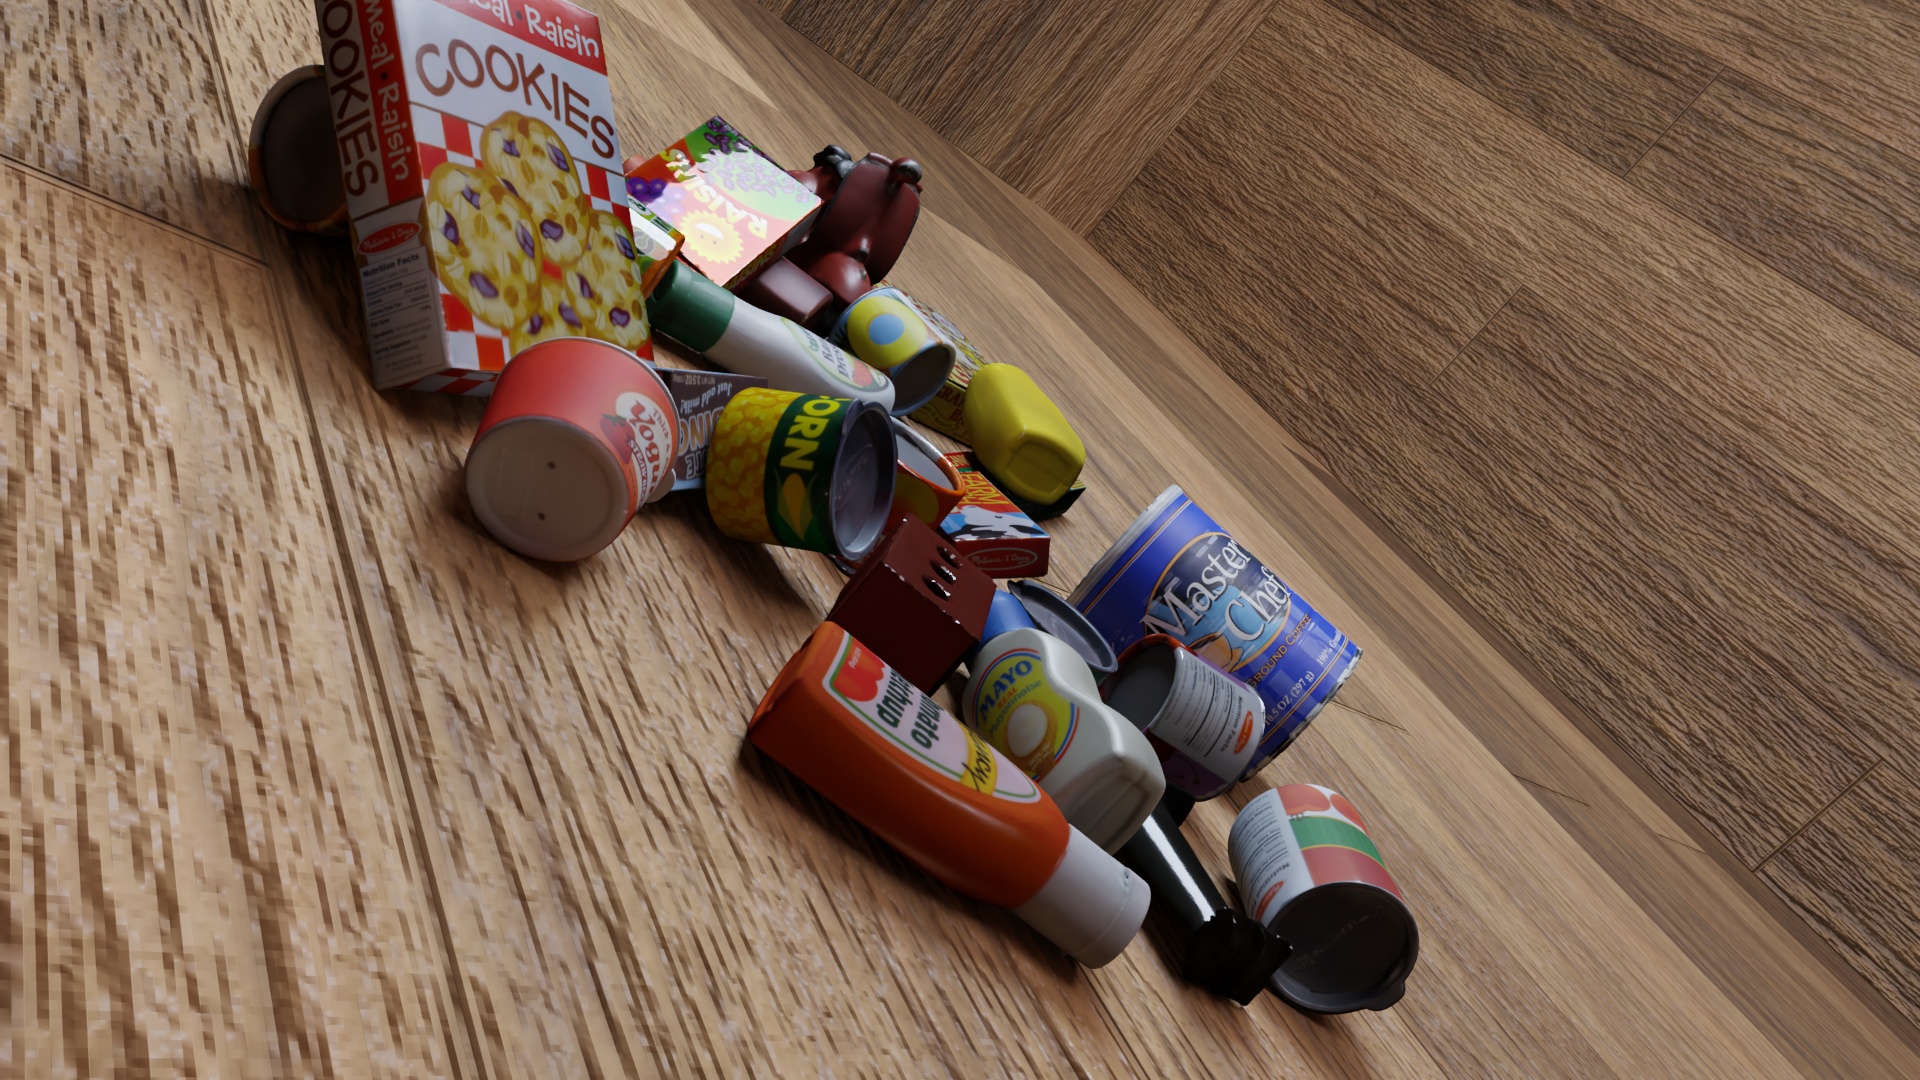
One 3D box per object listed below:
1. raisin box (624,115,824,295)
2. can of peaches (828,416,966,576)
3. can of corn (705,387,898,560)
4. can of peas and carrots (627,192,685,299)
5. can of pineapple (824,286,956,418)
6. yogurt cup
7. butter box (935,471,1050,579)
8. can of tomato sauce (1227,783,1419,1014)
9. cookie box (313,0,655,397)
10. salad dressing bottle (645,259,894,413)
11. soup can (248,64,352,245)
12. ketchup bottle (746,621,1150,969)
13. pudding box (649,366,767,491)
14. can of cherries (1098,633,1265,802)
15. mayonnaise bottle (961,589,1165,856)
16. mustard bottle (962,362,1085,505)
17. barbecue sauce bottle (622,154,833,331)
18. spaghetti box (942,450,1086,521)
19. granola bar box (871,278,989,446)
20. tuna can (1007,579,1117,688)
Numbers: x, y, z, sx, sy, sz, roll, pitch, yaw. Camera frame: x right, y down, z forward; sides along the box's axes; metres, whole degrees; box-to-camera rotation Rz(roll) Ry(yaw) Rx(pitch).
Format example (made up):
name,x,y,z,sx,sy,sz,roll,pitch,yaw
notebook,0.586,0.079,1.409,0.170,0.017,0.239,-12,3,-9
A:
name,x,y,z,sx,sy,sz,roll,pitch,yaw
raisin box,-0.148,-0.188,0.811,0.086,0.040,0.124,40,45,-3
can of peaches,-0.039,-0.021,0.667,0.071,0.058,0.071,36,16,-12
can of corn,-0.066,-0.031,0.580,0.058,0.071,0.071,9,7,19
can of peas and carrots,-0.172,-0.138,0.661,0.058,0.070,0.071,37,16,-13
can of pineapple,-0.046,-0.121,0.906,0.058,0.071,0.071,47,17,21
yogurt cup,-0.134,-0.029,0.474,0.072,0.072,0.054,35,25,-17
butter box,0.003,-0.009,0.719,0.053,0.024,0.104,-2,22,-21
can of tomato sauce,0.160,0.158,0.619,0.071,0.071,0.083,36,16,-12
cookie box,-0.182,-0.140,0.543,0.123,0.040,0.167,-4,83,-67
salad dressing bottle,-0.105,-0.102,0.762,0.147,0.044,0.064,28,21,-35
soup can,-0.232,-0.149,0.568,0.071,0.071,0.084,45,17,16
ketchup bottle,-0.002,0.091,0.481,0.149,0.043,0.065,38,16,-7
pudding box,-0.113,-0.047,0.581,0.030,0.049,0.084,6,6,19
can of cherries,0.105,0.088,0.691,0.058,0.071,0.072,32,18,-23
mayonnaise bottle,0.031,0.071,0.578,0.041,0.064,0.148,36,12,-30
mustard bottle,0.032,-0.078,0.883,0.065,0.048,0.161,30,17,-23
barbecue sauce bottle,-0.152,-0.181,0.866,0.148,0.043,0.065,38,24,-4
spaghetti box,0.027,-0.034,0.898,0.050,0.028,0.250,42,16,11
granola bar box,-0.021,-0.133,1.033,0.124,0.039,0.166,22,23,-45
tuna can,0.042,0.052,0.696,0.071,0.032,0.071,36,16,-12
